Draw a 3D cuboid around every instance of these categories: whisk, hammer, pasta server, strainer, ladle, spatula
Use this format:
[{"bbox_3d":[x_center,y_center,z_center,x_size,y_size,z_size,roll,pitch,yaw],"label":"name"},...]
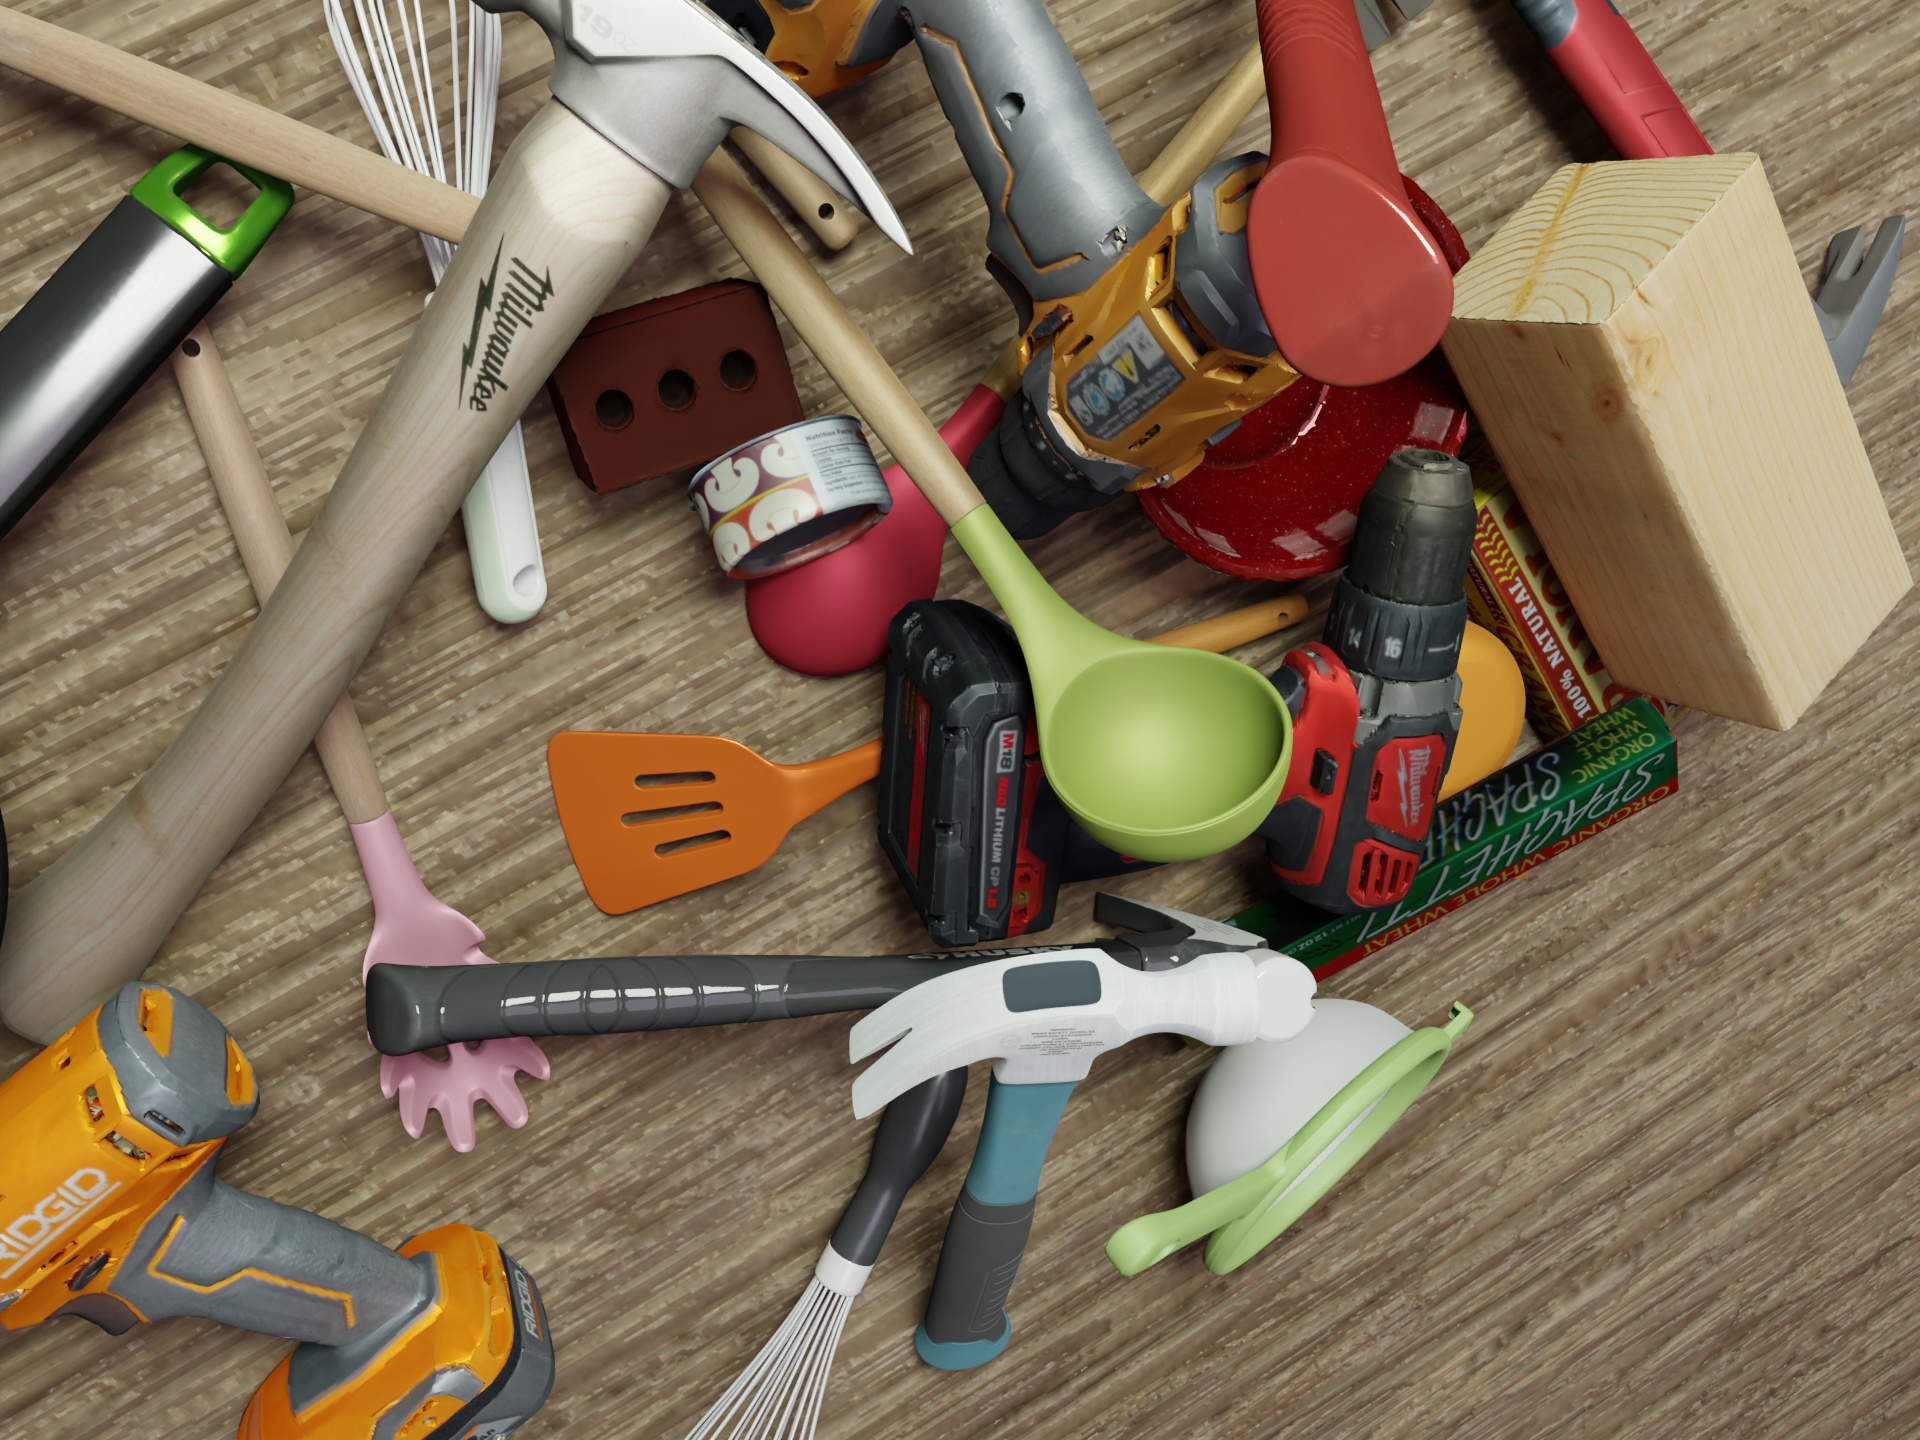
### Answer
[{"bbox_3d":[-0.066,0.269,0.703,0.070,0.070,0.284,25,93,-26],"label":"whisk"},{"bbox_3d":[-0.048,0.098,0.603,0.334,0.146,0.035,0,93,-16],"label":"hammer"},{"bbox_3d":[-0.186,-0.041,0.505,0.146,0.038,0.410,34,107,-17],"label":"hammer"},{"bbox_3d":[-0.217,0.012,0.563,0.060,0.040,0.316,-22,113,-22],"label":"pasta server"},{"bbox_3d":[0.117,0.176,0.684,0.256,0.069,0.151,1,129,-55],"label":"strainer"},{"bbox_3d":[0.251,-0.279,0.624,0.386,0.038,0.143,42,69,-22],"label":"hammer"},{"bbox_3d":[0.016,0.186,0.621,0.128,0.033,0.330,0,140,-7],"label":"hammer"},{"bbox_3d":[0.030,-0.143,0.607,0.069,0.031,0.315,38,91,-23],"label":"ladle"},{"bbox_3d":[-0.001,-0.002,0.648,0.322,0.041,0.081,-19,114,-18],"label":"spatula"},{"bbox_3d":[-0.165,-0.147,0.524,0.058,0.059,0.246,-35,130,-50],"label":"whisk"},{"bbox_3d":[-0.010,-0.090,0.504,0.078,0.062,0.320,-36,87,-20],"label":"ladle"},{"bbox_3d":[-0.256,-0.193,0.463,0.315,0.018,0.060,20,100,-14],"label":"spatula"},{"bbox_3d":[0.104,-0.196,0.454,0.036,0.359,0.149,-32,122,31],"label":"hammer"}]

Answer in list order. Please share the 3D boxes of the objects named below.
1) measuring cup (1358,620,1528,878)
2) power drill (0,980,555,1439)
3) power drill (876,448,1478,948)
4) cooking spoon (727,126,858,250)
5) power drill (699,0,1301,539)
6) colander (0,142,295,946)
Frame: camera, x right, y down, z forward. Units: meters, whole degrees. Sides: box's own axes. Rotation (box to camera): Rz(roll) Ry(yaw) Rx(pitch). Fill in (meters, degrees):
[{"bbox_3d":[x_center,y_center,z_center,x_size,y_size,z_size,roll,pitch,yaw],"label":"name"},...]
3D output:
[{"bbox_3d":[0.231,0.023,0.722,0.095,0.052,0.173,-43,115,-2],"label":"measuring cup"},{"bbox_3d":[-0.276,0.213,0.574,0.164,0.084,0.226,-39,124,-3],"label":"power drill"},{"bbox_3d":[0.090,-0.008,0.600,0.226,0.080,0.187,-4,117,-18],"label":"power drill"},{"bbox_3d":[-0.140,-0.275,0.502,0.069,0.017,0.318,-44,116,0],"label":"cooking spoon"},{"bbox_3d":[0.006,-0.170,0.512,0.084,0.185,0.226,-38,92,-30],"label":"power drill"},{"bbox_3d":[-0.342,-0.017,0.484,0.204,0.094,0.397,39,78,-15],"label":"colander"}]
